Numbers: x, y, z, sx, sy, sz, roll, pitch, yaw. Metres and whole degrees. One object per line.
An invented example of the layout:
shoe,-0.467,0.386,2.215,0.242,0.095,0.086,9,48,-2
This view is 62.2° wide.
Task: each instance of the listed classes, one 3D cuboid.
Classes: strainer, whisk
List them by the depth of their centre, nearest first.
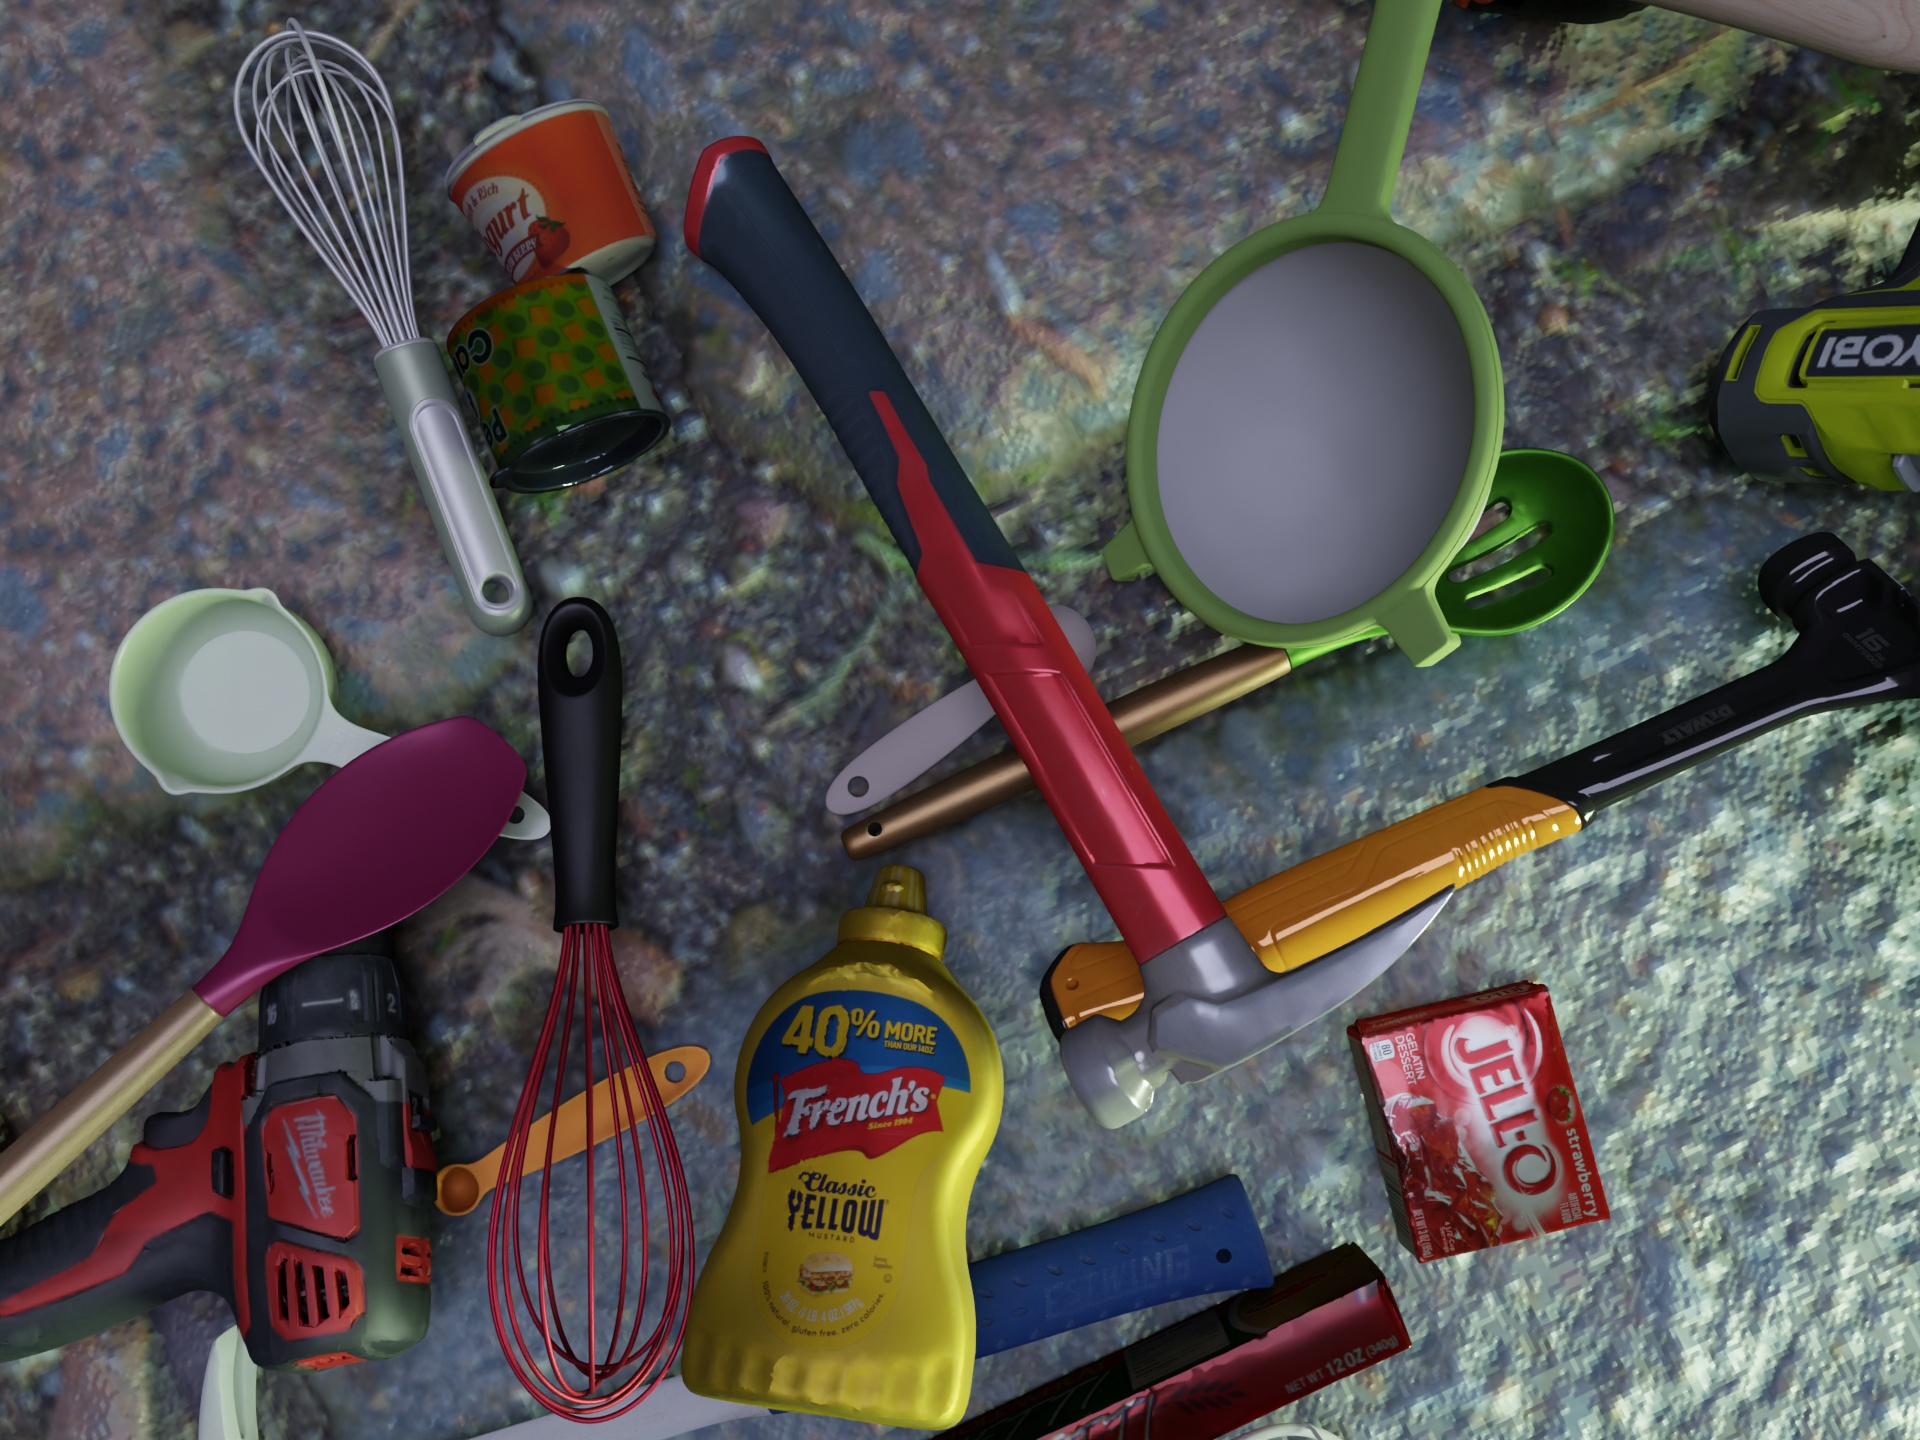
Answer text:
strainer,0.147,-0.150,0.563,0.152,0.069,0.256,21,103,44
whisk,-0.135,0.094,0.573,0.073,0.073,0.296,-5,73,1
whisk,-0.215,-0.149,0.609,0.058,0.059,0.246,-21,91,-22

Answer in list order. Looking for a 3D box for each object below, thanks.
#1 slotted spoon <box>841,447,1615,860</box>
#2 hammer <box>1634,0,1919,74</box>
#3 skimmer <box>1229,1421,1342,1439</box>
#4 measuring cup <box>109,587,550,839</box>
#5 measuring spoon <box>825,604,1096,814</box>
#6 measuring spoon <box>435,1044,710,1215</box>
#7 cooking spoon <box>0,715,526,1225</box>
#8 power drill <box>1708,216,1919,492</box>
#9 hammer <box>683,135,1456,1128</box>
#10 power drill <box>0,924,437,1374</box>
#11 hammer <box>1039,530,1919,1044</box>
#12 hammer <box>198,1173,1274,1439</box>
slotted spoon,0.098,-0.017,0.606,0.314,0.031,0.070,-25,69,2
hammer,0.180,-0.278,0.563,0.411,0.038,0.146,24,85,17
skimmer,-0.017,0.356,0.585,0.363,0.090,0.127,-19,108,10
measuring cup,-0.235,0.007,0.609,0.167,0.038,0.083,24,87,-10
measuring spoon,-0.001,-0.002,0.610,0.124,0.018,0.034,-36,87,0
measuring spoon,-0.148,0.156,0.611,0.117,0.011,0.021,-28,88,-4
cooking spoon,-0.275,0.114,0.537,0.069,0.017,0.319,36,68,20
power drill,0.388,-0.179,0.538,0.080,0.191,0.228,31,82,-35
hammer,0.017,-0.060,0.569,0.143,0.038,0.386,-32,78,13
power drill,-0.303,0.147,0.571,0.226,0.080,0.188,-10,69,-1
hammer,0.186,0.046,0.563,0.337,0.127,0.034,-25,129,8
hammer,-0.086,0.242,0.590,0.405,0.035,0.144,-17,87,0
